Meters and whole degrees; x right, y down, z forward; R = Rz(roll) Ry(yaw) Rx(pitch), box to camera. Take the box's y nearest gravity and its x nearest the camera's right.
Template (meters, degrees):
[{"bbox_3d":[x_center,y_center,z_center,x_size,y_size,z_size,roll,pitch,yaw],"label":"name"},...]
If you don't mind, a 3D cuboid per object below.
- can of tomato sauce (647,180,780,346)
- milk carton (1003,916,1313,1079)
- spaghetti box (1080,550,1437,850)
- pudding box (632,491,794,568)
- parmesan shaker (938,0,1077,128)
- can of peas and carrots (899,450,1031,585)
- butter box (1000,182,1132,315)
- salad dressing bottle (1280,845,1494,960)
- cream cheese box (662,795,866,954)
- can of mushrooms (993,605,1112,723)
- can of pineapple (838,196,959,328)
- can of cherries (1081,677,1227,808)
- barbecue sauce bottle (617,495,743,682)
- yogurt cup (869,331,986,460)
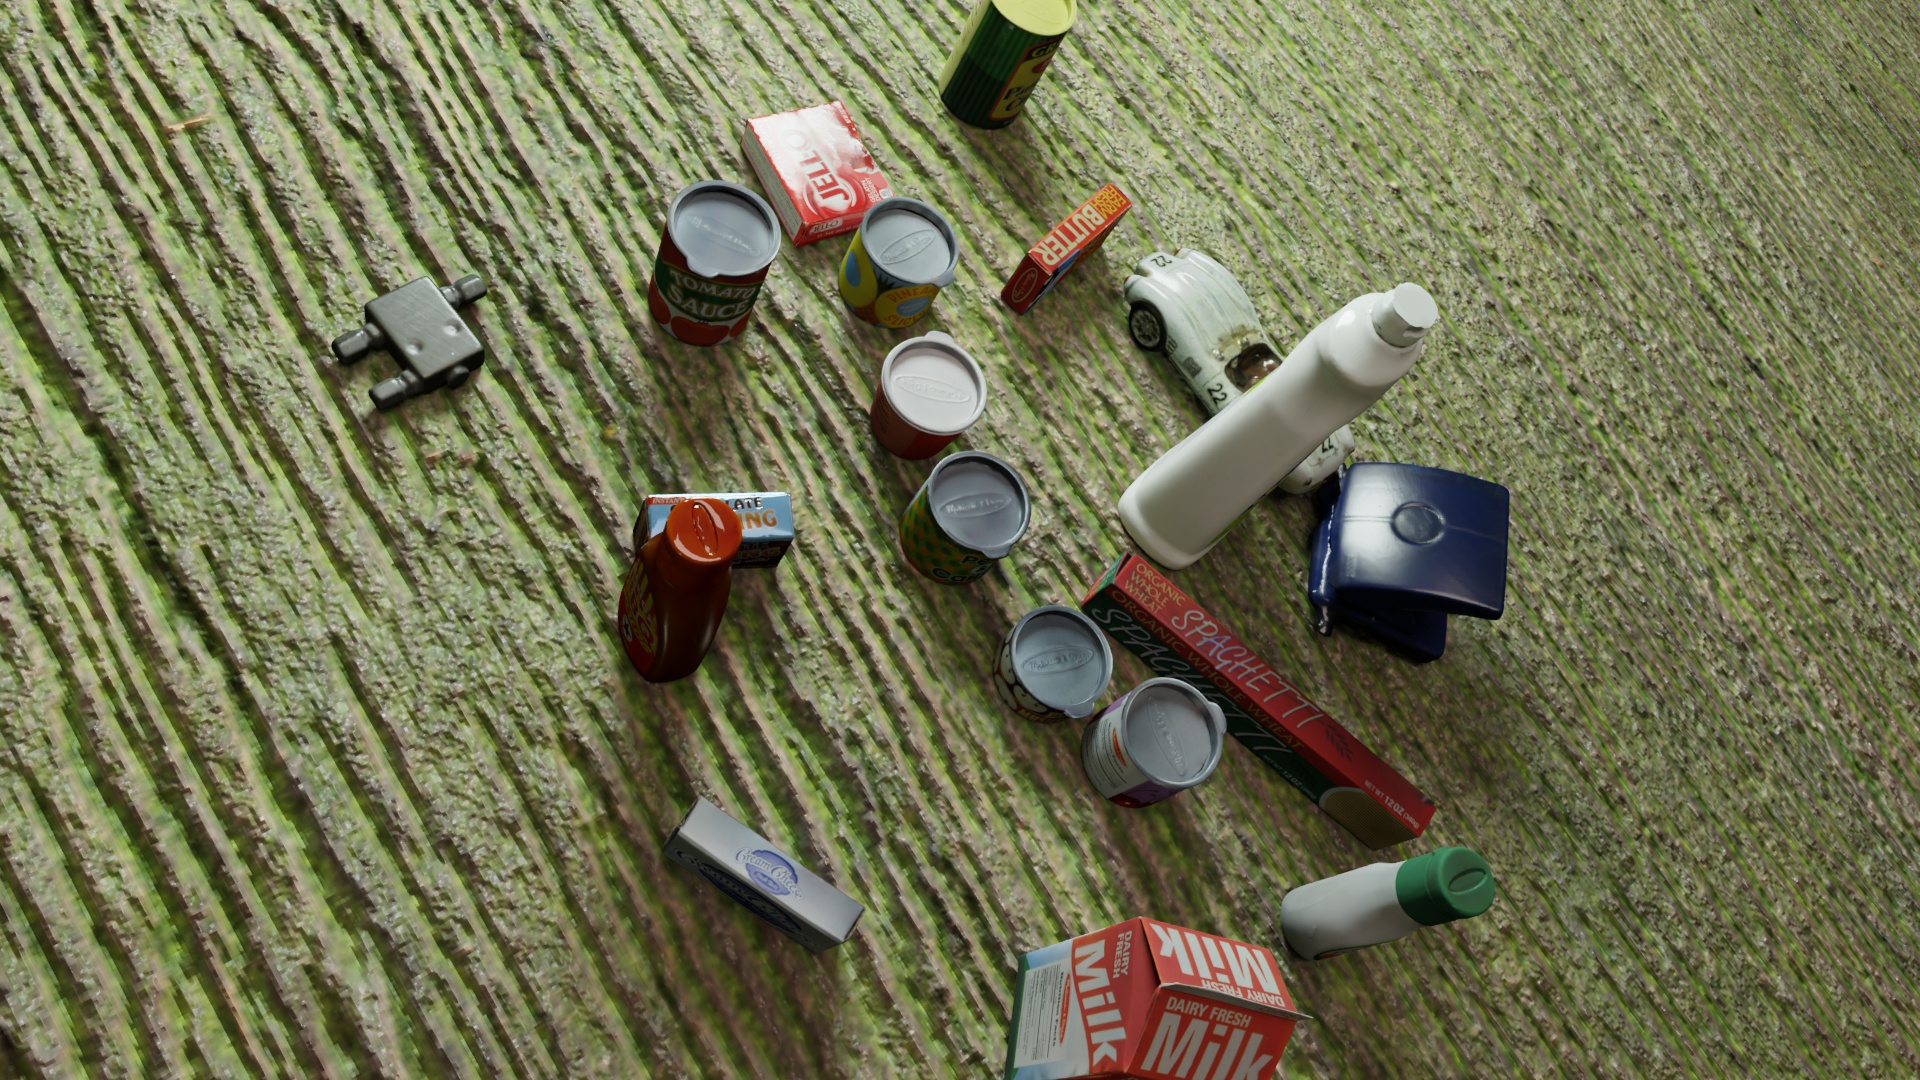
[{"bbox_3d":[-0.151,-0.164,0.840,0.071,0.082,0.071,9,64,-18],"label":"can of tomato sauce"},{"bbox_3d":[0.092,0.237,0.689,0.072,0.189,0.074,17,62,-14],"label":"milk carton"},{"bbox_3d":[0.184,0.102,0.870,0.250,0.050,0.029,40,59,-1],"label":"spaghetti box"},{"bbox_3d":[-0.140,-0.005,0.790,0.084,0.049,0.030,-1,68,-22],"label":"pudding box"},{"bbox_3d":[0.033,-0.352,0.989,0.071,0.102,0.071,9,64,-18],"label":"parmesan shaker"},{"bbox_3d":[0.003,-0.011,0.845,0.071,0.058,0.071,9,64,-18],"label":"can of peas and carrots"},{"bbox_3d":[0.074,-0.203,0.965,0.024,0.053,0.104,44,59,2],"label":"butter box"},{"bbox_3d":[0.239,0.206,0.787,0.064,0.147,0.044,-13,72,-26],"label":"salad dressing bottle"},{"bbox_3d":[-0.103,0.175,0.719,0.104,0.053,0.024,35,59,-4],"label":"cream cheese box"},{"bbox_3d":[0.056,0.078,0.840,0.071,0.033,0.071,9,64,-18],"label":"can of mushrooms"},{"bbox_3d":[-0.041,-0.178,0.905,0.071,0.057,0.071,9,64,-18],"label":"can of pineapple"},{"bbox_3d":[0.116,0.122,0.828,0.071,0.058,0.072,9,64,-18],"label":"can of cherries"},{"bbox_3d":[-0.145,0.023,0.718,0.044,0.148,0.065,-12,72,-26],"label":"barbecue sauce bottle"},{"bbox_3d":[-0.024,-0.086,0.872,0.072,0.053,0.072,9,64,-18],"label":"yogurt cup"}]
